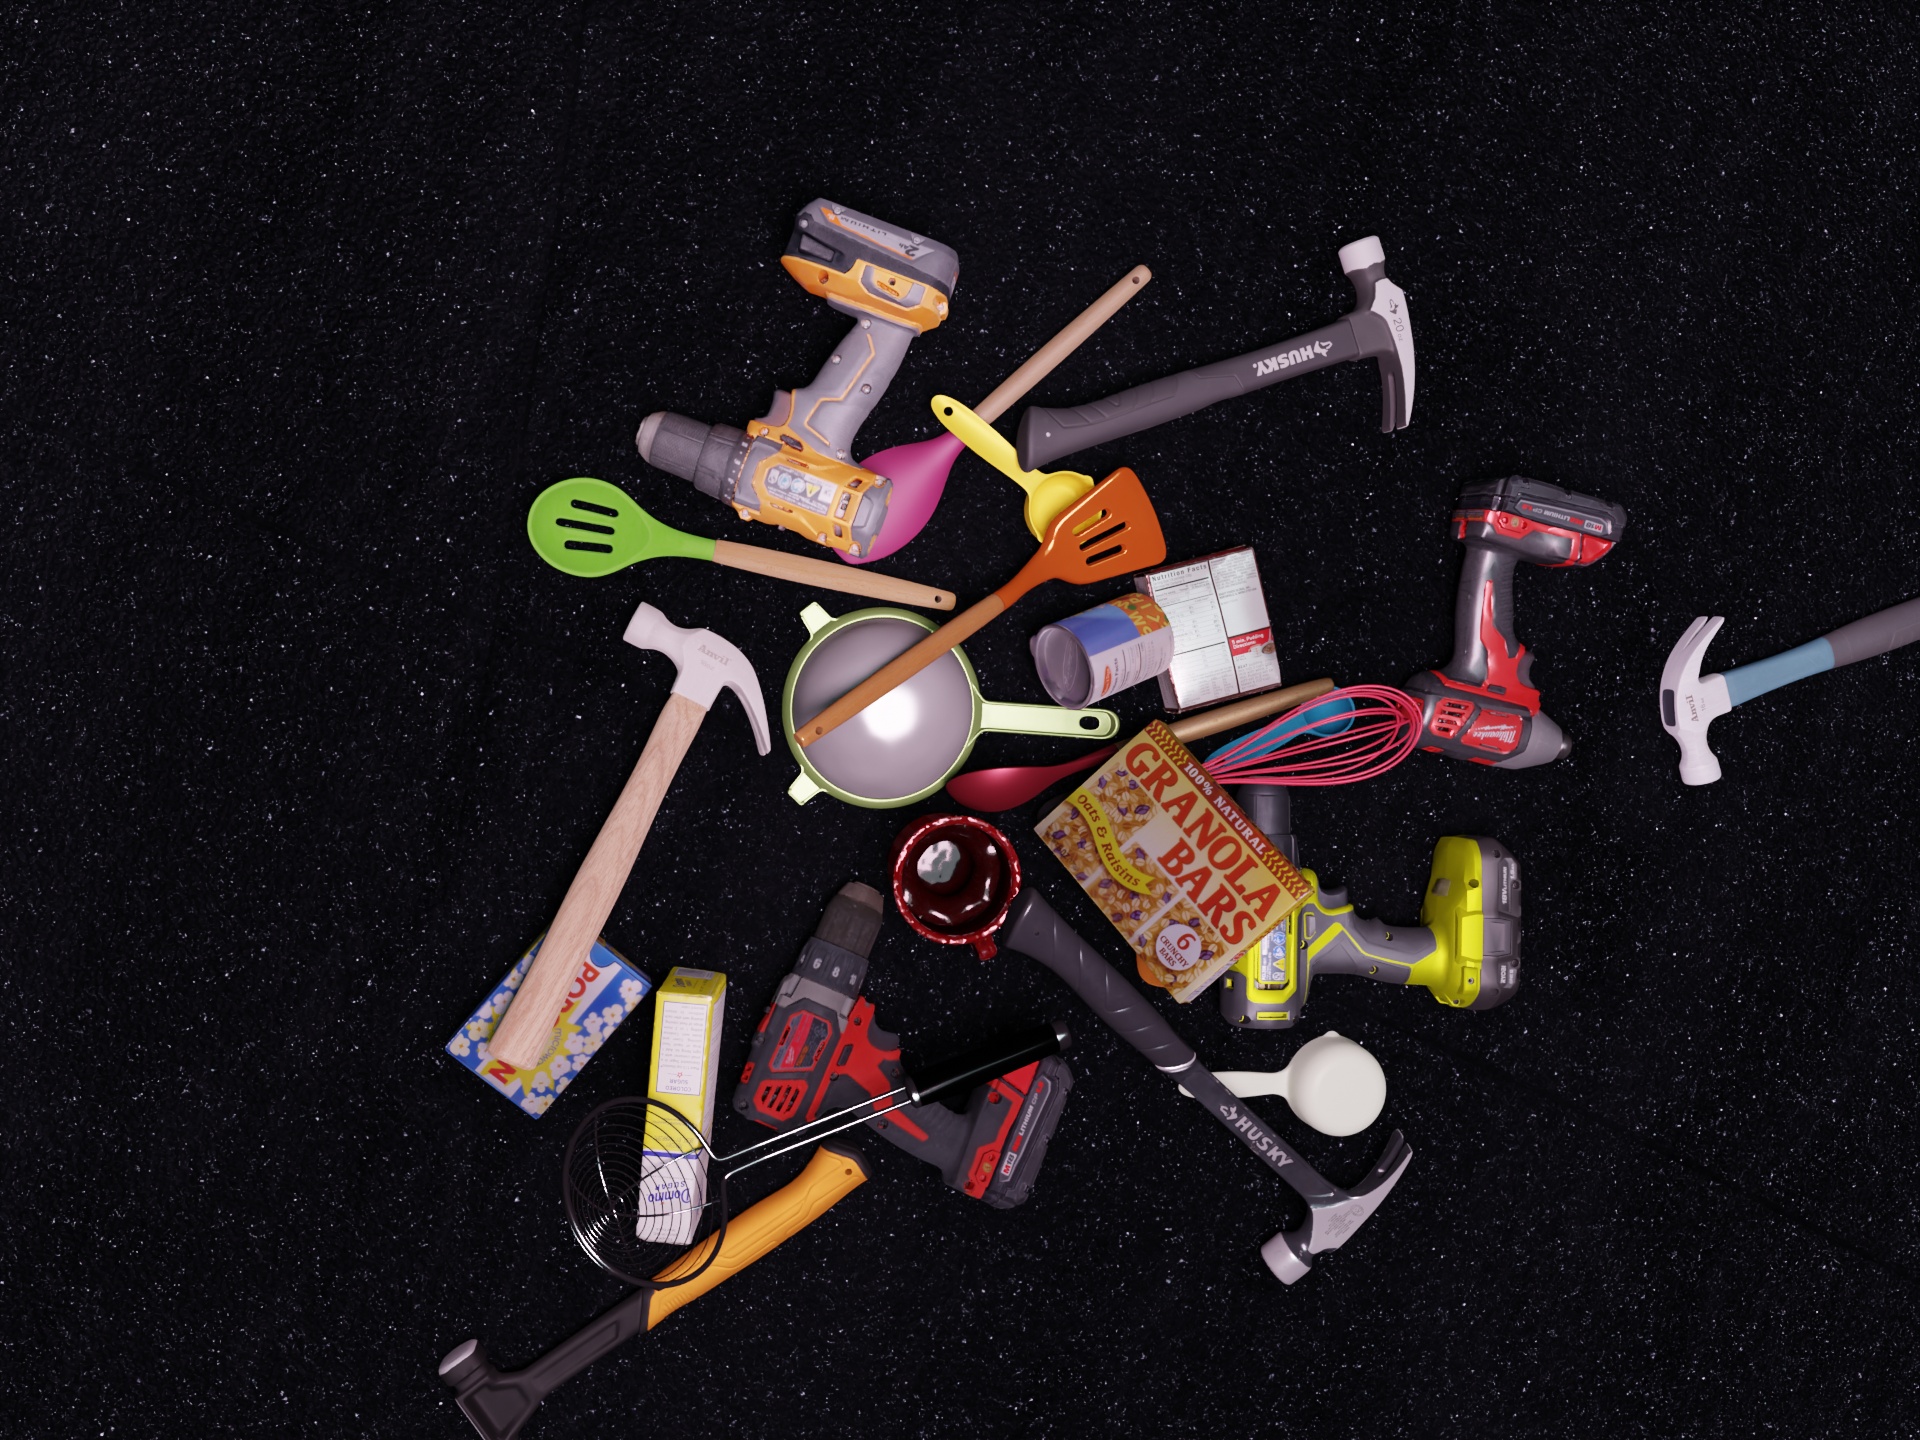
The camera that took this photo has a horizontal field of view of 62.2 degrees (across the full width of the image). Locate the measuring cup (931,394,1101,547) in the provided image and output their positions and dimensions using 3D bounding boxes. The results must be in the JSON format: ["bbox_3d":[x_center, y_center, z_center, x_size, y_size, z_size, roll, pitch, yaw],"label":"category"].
[{"bbox_3d":[0.038,-0.189,1.189,0.156,0.029,0.062,39,87,-11],"label":"measuring cup"}]

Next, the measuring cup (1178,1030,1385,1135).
[{"bbox_3d":[0.256,0.290,1.252,0.167,0.038,0.083,1,93,-13],"label":"measuring cup"}]

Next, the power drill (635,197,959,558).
[{"bbox_3d":[-0.114,-0.249,1.135,0.185,0.084,0.226,20,94,-1],"label":"power drill"}]

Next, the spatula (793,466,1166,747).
[{"bbox_3d":[0.014,-0.072,1.140,0.322,0.041,0.081,-36,114,-23],"label":"spatula"}]

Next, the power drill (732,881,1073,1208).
[{"bbox_3d":[-0.035,0.241,1.176,0.226,0.080,0.188,25,77,-8],"label":"power drill"}]

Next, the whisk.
[{"bbox_3d":[0.199,0.037,1.191,0.296,0.073,0.073,-16,96,10],"label":"whisk"}]

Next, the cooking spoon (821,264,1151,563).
[{"bbox_3d":[0.023,-0.234,1.191,0.319,0.017,0.068,-42,99,-5],"label":"cooking spoon"}]

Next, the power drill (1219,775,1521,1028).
[{"bbox_3d":[0.311,0.140,1.237,0.228,0.080,0.190,2,88,-8],"label":"power drill"}]

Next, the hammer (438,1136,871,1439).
[{"bbox_3d":[-0.207,0.426,1.178,0.337,0.034,0.127,-34,98,-7],"label":"hammer"}]

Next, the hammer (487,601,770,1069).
[{"bbox_3d":[-0.241,0.089,1.127,0.130,0.031,0.331,27,78,-12],"label":"hammer"}]

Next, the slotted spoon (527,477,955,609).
[{"bbox_3d":[-0.155,-0.117,1.161,0.313,0.031,0.070,11,97,-13],"label":"slotted spoon"}]

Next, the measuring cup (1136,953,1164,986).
[{"bbox_3d":[0.161,0.119,1.216,0.052,0.095,0.174,-1,71,10],"label":"measuring cup"}]

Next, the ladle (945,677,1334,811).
[{"bbox_3d":[0.142,0.016,1.207,0.315,0.069,0.031,-17,73,-12],"label":"ladle"}]

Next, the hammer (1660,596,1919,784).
[{"bbox_3d":[0.732,-0.059,1.324,0.331,0.033,0.128,-19,97,-9],"label":"hammer"}]

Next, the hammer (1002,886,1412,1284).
[{"bbox_3d":[0.177,0.262,1.188,0.149,0.036,0.408,-42,110,8],"label":"hammer"}]

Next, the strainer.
[{"bbox_3d":[-0.002,-0.004,1.173,0.256,0.069,0.151,4,92,-9],"label":"strainer"}]

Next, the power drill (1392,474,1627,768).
[{"bbox_3d":[0.435,-0.072,1.249,0.143,0.078,0.219,14,93,-11],"label":"power drill"}]

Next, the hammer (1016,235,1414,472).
[{"bbox_3d":[0.194,-0.249,1.198,0.334,0.035,0.146,-21,97,-15],"label":"hammer"}]

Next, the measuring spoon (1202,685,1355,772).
[{"bbox_3d":[0.248,0.013,1.249,0.128,0.021,0.042,-25,71,1],"label":"measuring spoon"}]

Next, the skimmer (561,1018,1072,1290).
[{"bbox_3d":[-0.085,0.268,1.073,0.363,0.090,0.127,-18,70,-16],"label":"skimmer"}]
